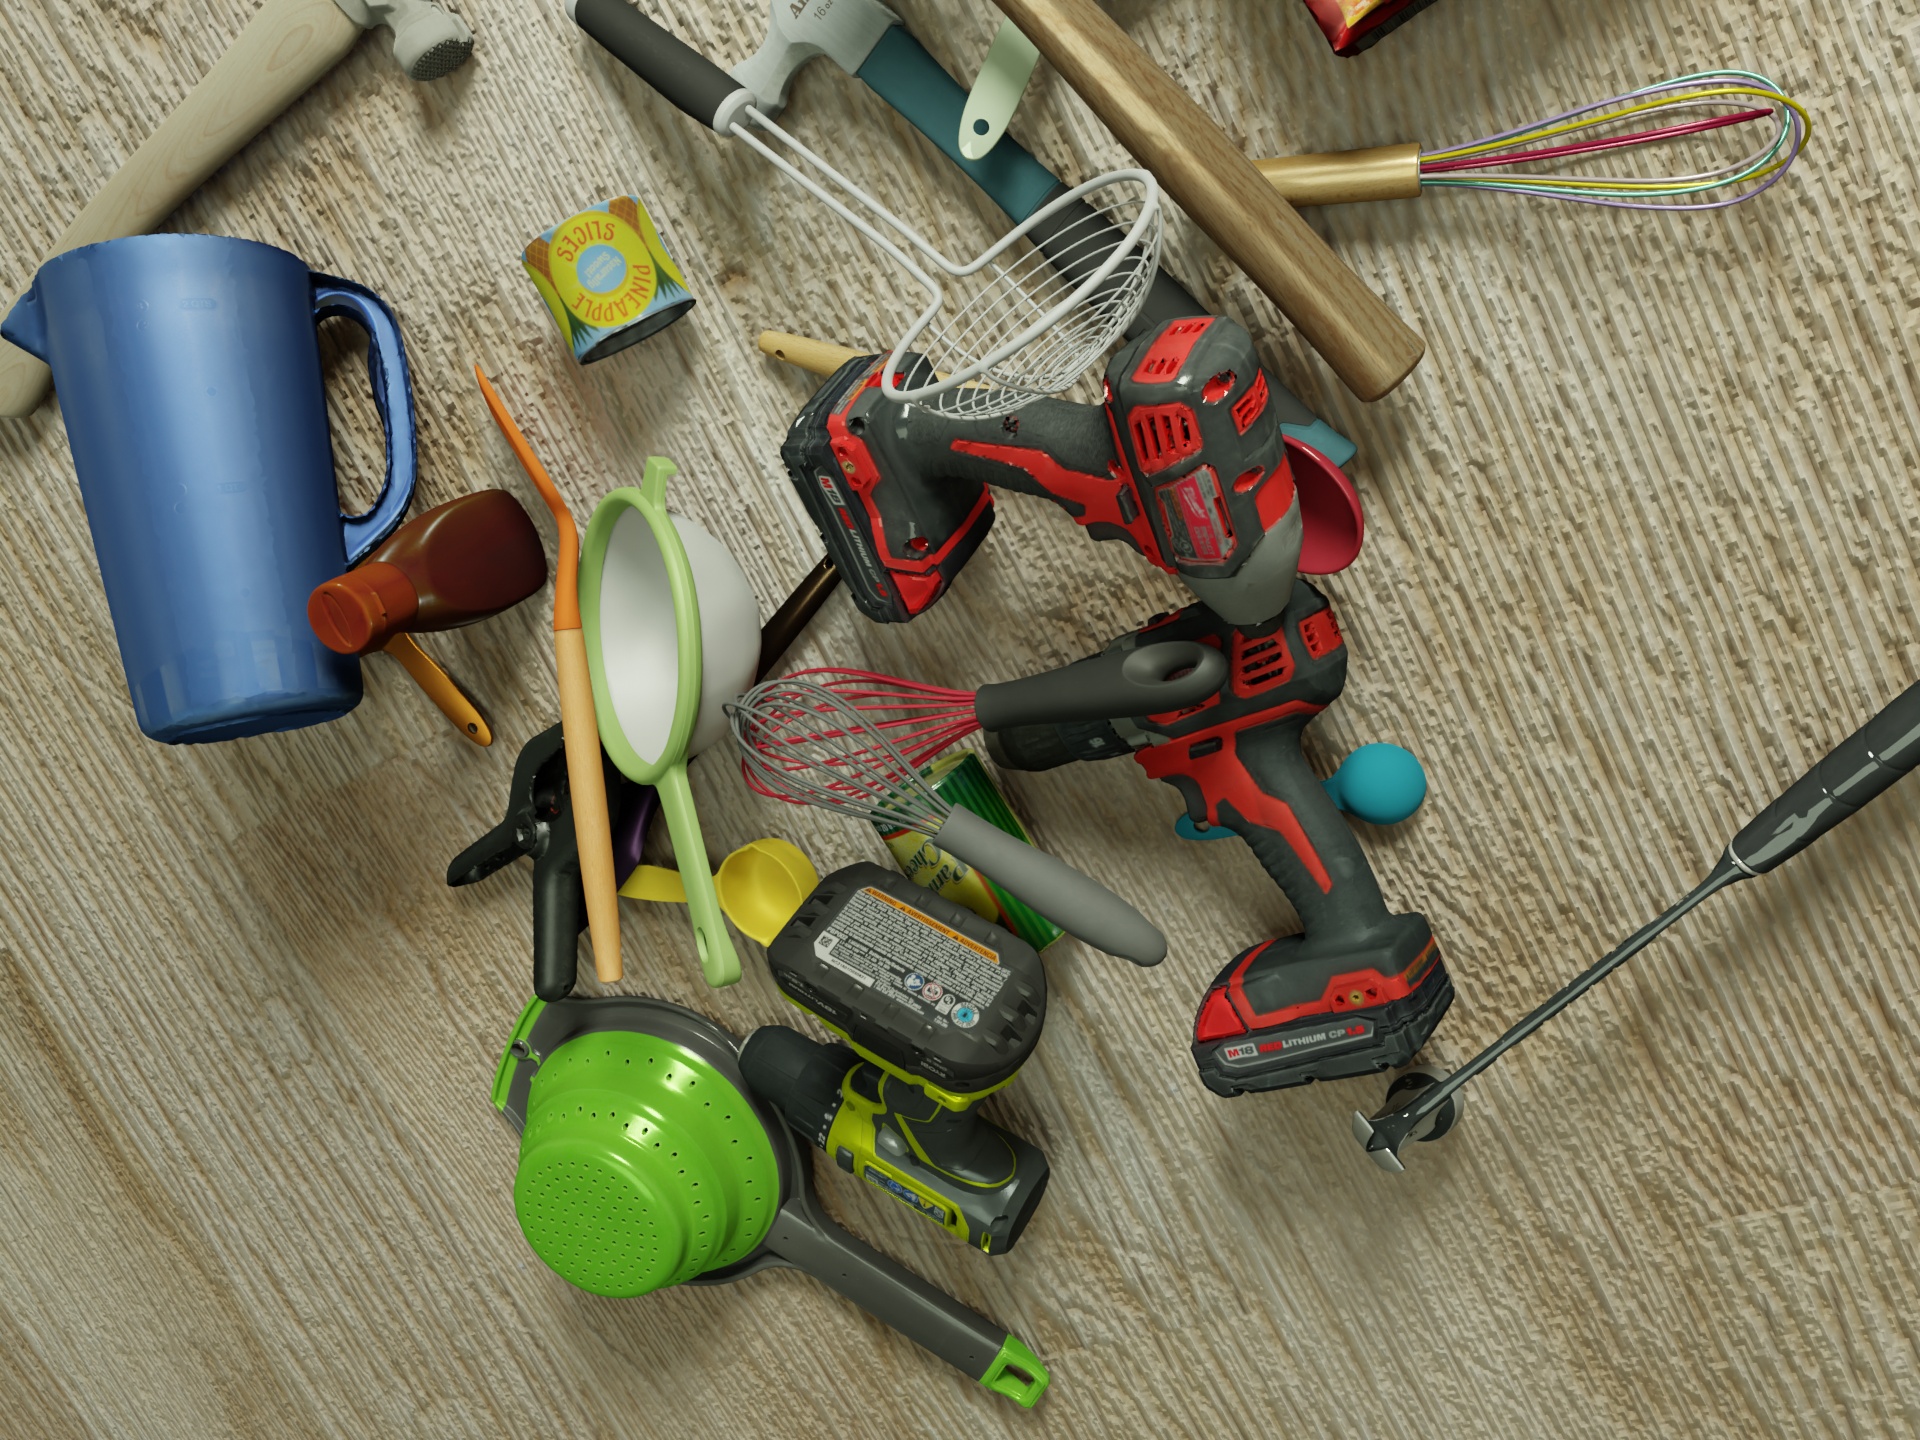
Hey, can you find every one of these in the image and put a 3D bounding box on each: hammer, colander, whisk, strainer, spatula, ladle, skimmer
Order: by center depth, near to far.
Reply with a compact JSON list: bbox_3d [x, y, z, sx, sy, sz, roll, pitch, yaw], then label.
[{"bbox_3d":[0.069,-0.257,0.645,0.331,0.031,0.130,42,113,-12],"label":"hammer"},{"bbox_3d":[0.211,-0.232,0.652,0.245,0.047,0.051,2,96,23],"label":"whisk"},{"bbox_3d":[-0.065,-0.242,0.655,0.127,0.090,0.364,-45,65,-5],"label":"skimmer"},{"bbox_3d":[0.328,0.069,0.693,0.409,0.149,0.036,-46,69,21],"label":"hammer"},{"bbox_3d":[0.046,-0.222,0.719,0.331,0.033,0.128,44,119,-1],"label":"hammer"},{"bbox_3d":[0.039,-0.137,0.738,0.315,0.031,0.069,21,141,21],"label":"ladle"},{"bbox_3d":[-0.007,0.051,0.746,0.239,0.055,0.055,31,117,0],"label":"whisk"},{"bbox_3d":[-0.001,-0.002,0.773,0.296,0.073,0.073,-10,107,38],"label":"whisk"},{"bbox_3d":[-0.127,0.004,0.805,0.151,0.069,0.256,-35,67,55],"label":"strainer"},{"bbox_3d":[-0.211,-0.022,0.830,0.041,0.081,0.322,-7,92,-12],"label":"spatula"},{"bbox_3d":[-0.436,-0.299,0.856,0.410,0.038,0.146,-30,97,27],"label":"hammer"},{"bbox_3d":[-0.153,0.011,0.886,0.316,0.018,0.060,-46,70,27],"label":"spatula"},{"bbox_3d":[-0.131,0.319,0.955,0.397,0.094,0.204,31,117,6],"label":"colander"}]

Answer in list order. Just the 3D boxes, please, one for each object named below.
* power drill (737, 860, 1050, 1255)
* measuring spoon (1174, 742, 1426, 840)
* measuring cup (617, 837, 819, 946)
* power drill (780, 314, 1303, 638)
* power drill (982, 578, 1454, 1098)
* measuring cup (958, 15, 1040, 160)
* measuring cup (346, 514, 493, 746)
[{"bbox_3d":[-0.041,0.179,0.844,0.191,0.080,0.228,26,143,18],"label":"power drill"},{"bbox_3d":[0.165,0.044,0.786,0.128,0.021,0.042,-15,105,24],"label":"measuring spoon"},{"bbox_3d":[-0.148,0.092,0.918,0.156,0.029,0.062,3,108,31],"label":"measuring cup"},{"bbox_3d":[0.042,-0.098,0.696,0.220,0.079,0.143,5,136,36],"label":"power drill"},{"bbox_3d":[0.120,0.060,0.768,0.188,0.080,0.226,-20,93,34],"label":"power drill"},{"bbox_3d":[0.038,-0.313,0.654,0.083,0.038,0.167,24,98,-4],"label":"measuring cup"},{"bbox_3d":[-0.342,-0.041,0.912,0.173,0.052,0.095,46,118,0],"label":"measuring cup"}]
